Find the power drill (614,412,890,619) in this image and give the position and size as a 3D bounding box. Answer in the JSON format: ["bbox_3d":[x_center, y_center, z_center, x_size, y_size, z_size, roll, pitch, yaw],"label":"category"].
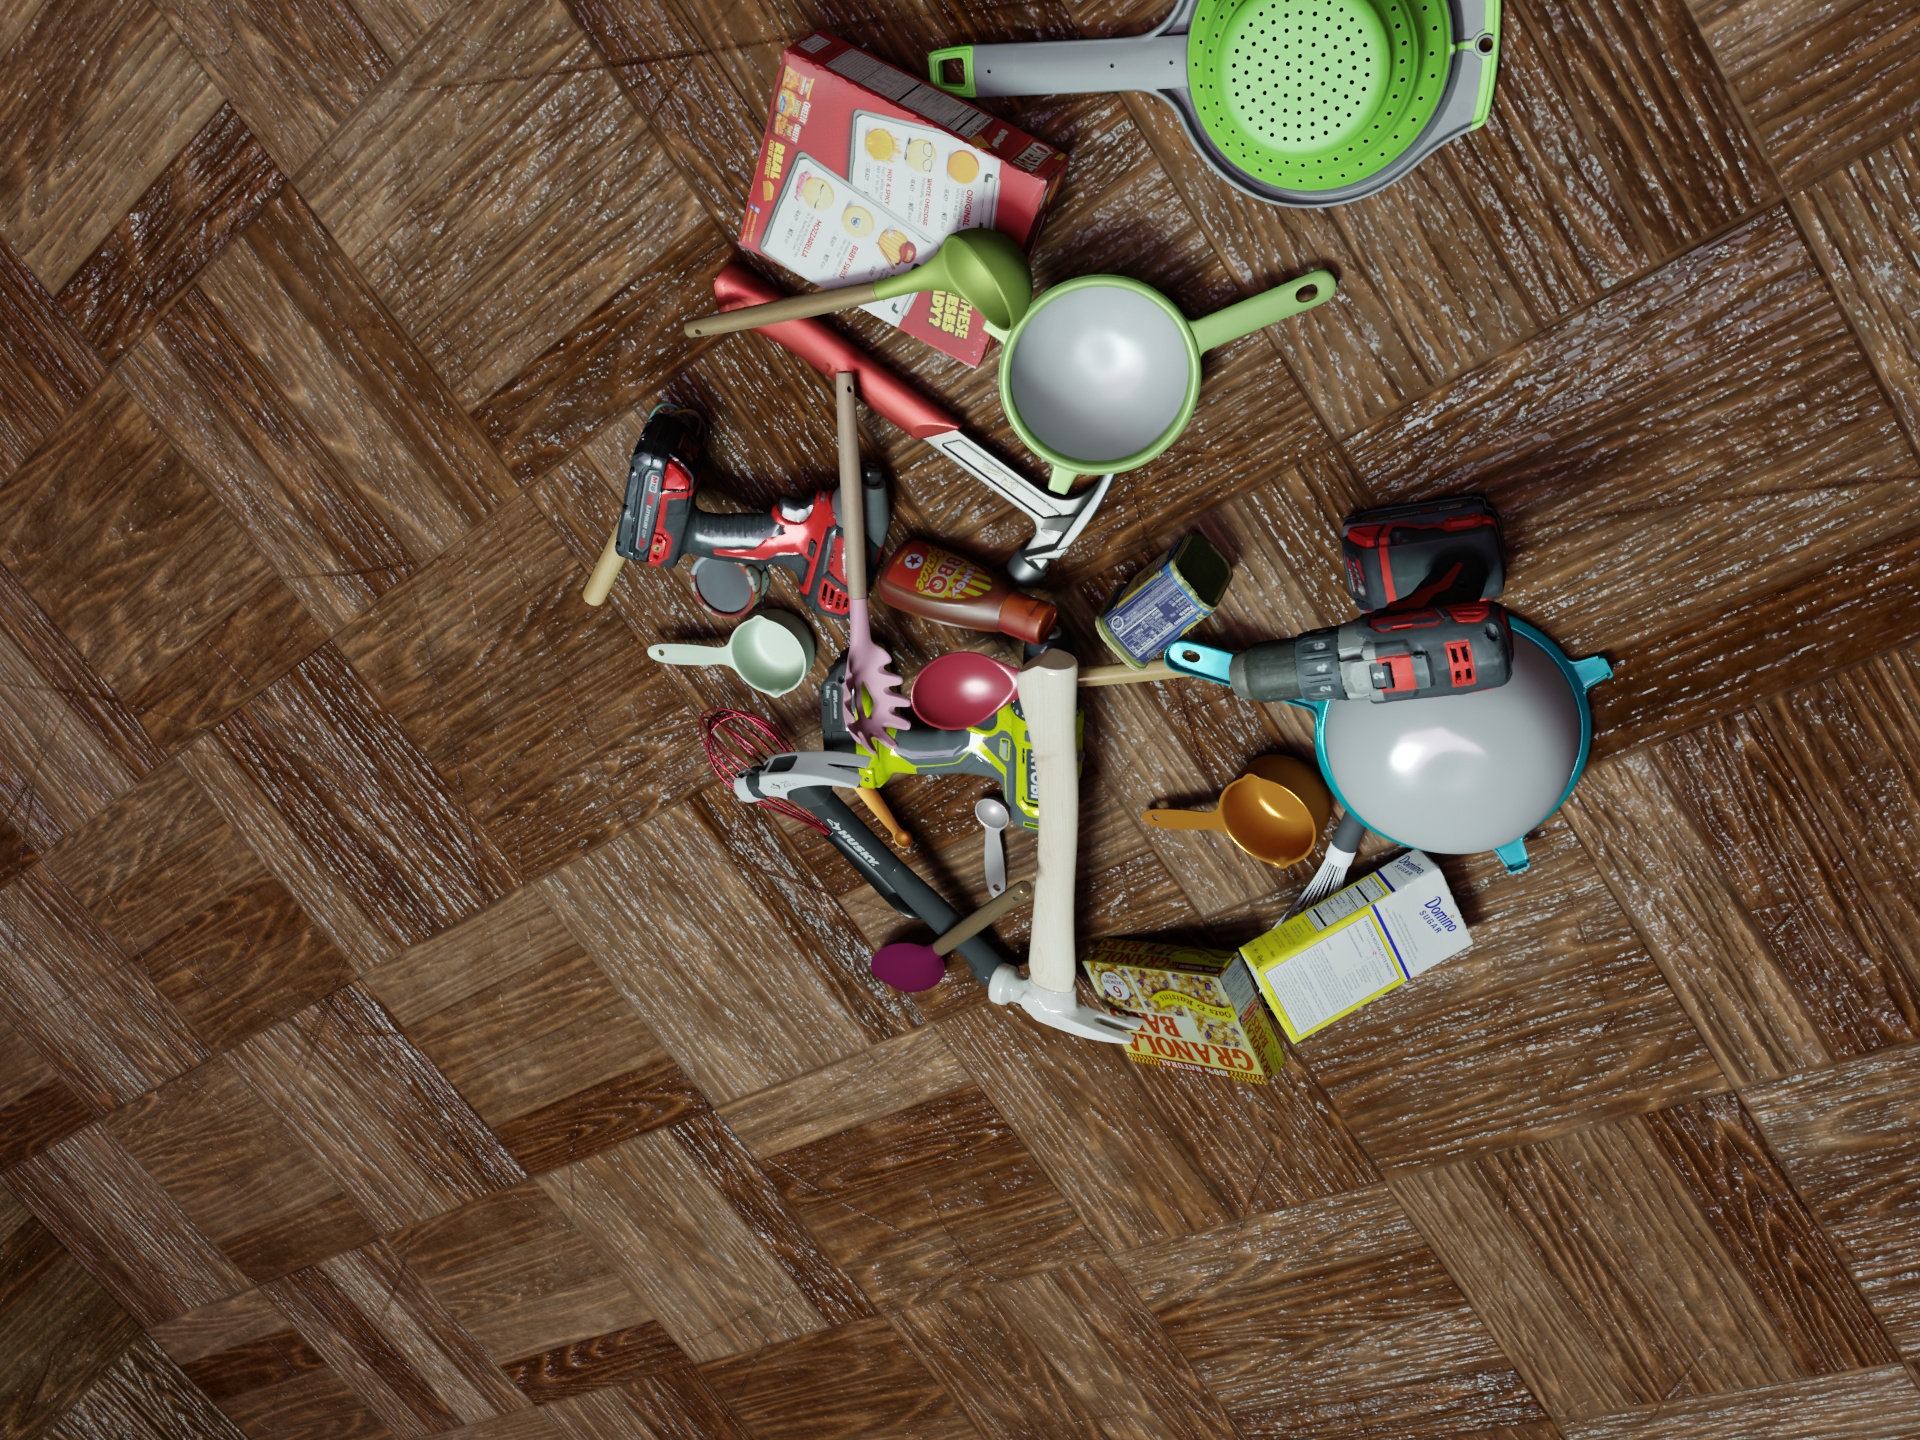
[{"bbox_3d":[-0.170,-0.176,1.346,0.219,0.079,0.143,15,125,-8],"label":"power drill"}]

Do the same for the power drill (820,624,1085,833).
[{"bbox_3d":[-0.002,-0.004,1.401,0.228,0.080,0.190,8,121,15],"label":"power drill"}]

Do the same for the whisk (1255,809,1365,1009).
[{"bbox_3d":[0.316,0.140,1.370,0.070,0.070,0.284,20,119,10],"label":"whisk"}]

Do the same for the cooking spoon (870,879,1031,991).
[{"bbox_3d":[-0.010,0.205,1.480,0.068,0.017,0.318,31,146,-10],"label":"cooking spoon"}]

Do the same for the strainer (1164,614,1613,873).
[{"bbox_3d":[0.321,0.005,1.237,0.340,0.095,0.211,17,114,5],"label":"strainer"}]

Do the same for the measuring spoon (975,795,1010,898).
[{"bbox_3d":[0.034,0.119,1.496,0.034,0.018,0.124,14,129,22],"label":"measuring spoon"}]

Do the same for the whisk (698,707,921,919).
[{"bbox_3d":[-0.137,0.091,1.523,0.295,0.073,0.073,44,125,-15],"label":"whisk"}]

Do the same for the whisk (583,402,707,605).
[{"bbox_3d":[-0.294,-0.191,1.432,0.051,0.047,0.245,36,128,-2],"label":"whisk"}]

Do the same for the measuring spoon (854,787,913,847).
[{"bbox_3d":[-0.082,0.073,1.518,0.021,0.011,0.117,-30,100,34],"label":"measuring spoon"}]

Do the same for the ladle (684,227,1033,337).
[{"bbox_3d":[-0.088,-0.310,1.191,0.320,0.062,0.078,-2,138,32],"label":"ladle"}]

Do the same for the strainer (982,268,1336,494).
[{"bbox_3d":[0.153,-0.286,1.195,0.256,0.069,0.151,-20,114,12],"label":"strainer"}]

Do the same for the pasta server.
[{"bbox_3d":[-0.081,-0.127,1.311,0.040,0.060,0.316,20,119,48],"label":"pasta server"}]

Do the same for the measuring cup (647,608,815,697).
[{"bbox_3d":[-0.211,-0.068,1.472,0.167,0.038,0.083,3,119,23],"label":"measuring cup"}]

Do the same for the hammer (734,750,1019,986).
[{"bbox_3d":[-0.053,0.144,1.475,0.146,0.035,0.334,-14,129,43],"label":"hammer"}]

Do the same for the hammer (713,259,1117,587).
[{"bbox_3d":[-0.043,-0.264,1.292,0.359,0.037,0.149,36,125,-1],"label":"hammer"}]

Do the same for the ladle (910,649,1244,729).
[{"bbox_3d":[0.116,-0.038,1.311,0.315,0.031,0.069,-6,115,4],"label":"ladle"}]

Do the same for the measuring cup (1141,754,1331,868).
[{"bbox_3d":[0.237,0.073,1.369,0.174,0.052,0.095,-2,120,43],"label":"measuring cup"}]

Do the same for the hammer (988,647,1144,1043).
[{"bbox_3d":[0.092,0.118,1.371,0.146,0.038,0.410,16,131,22],"label":"hammer"}]

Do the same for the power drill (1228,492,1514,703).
[{"bbox_3d":[0.301,-0.078,1.143,0.188,0.227,0.080,-7,115,25],"label":"power drill"}]

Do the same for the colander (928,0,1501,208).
[{"bbox_3d":[0.154,-0.442,1.076,0.397,0.094,0.204,5,120,19],"label":"colander"}]
